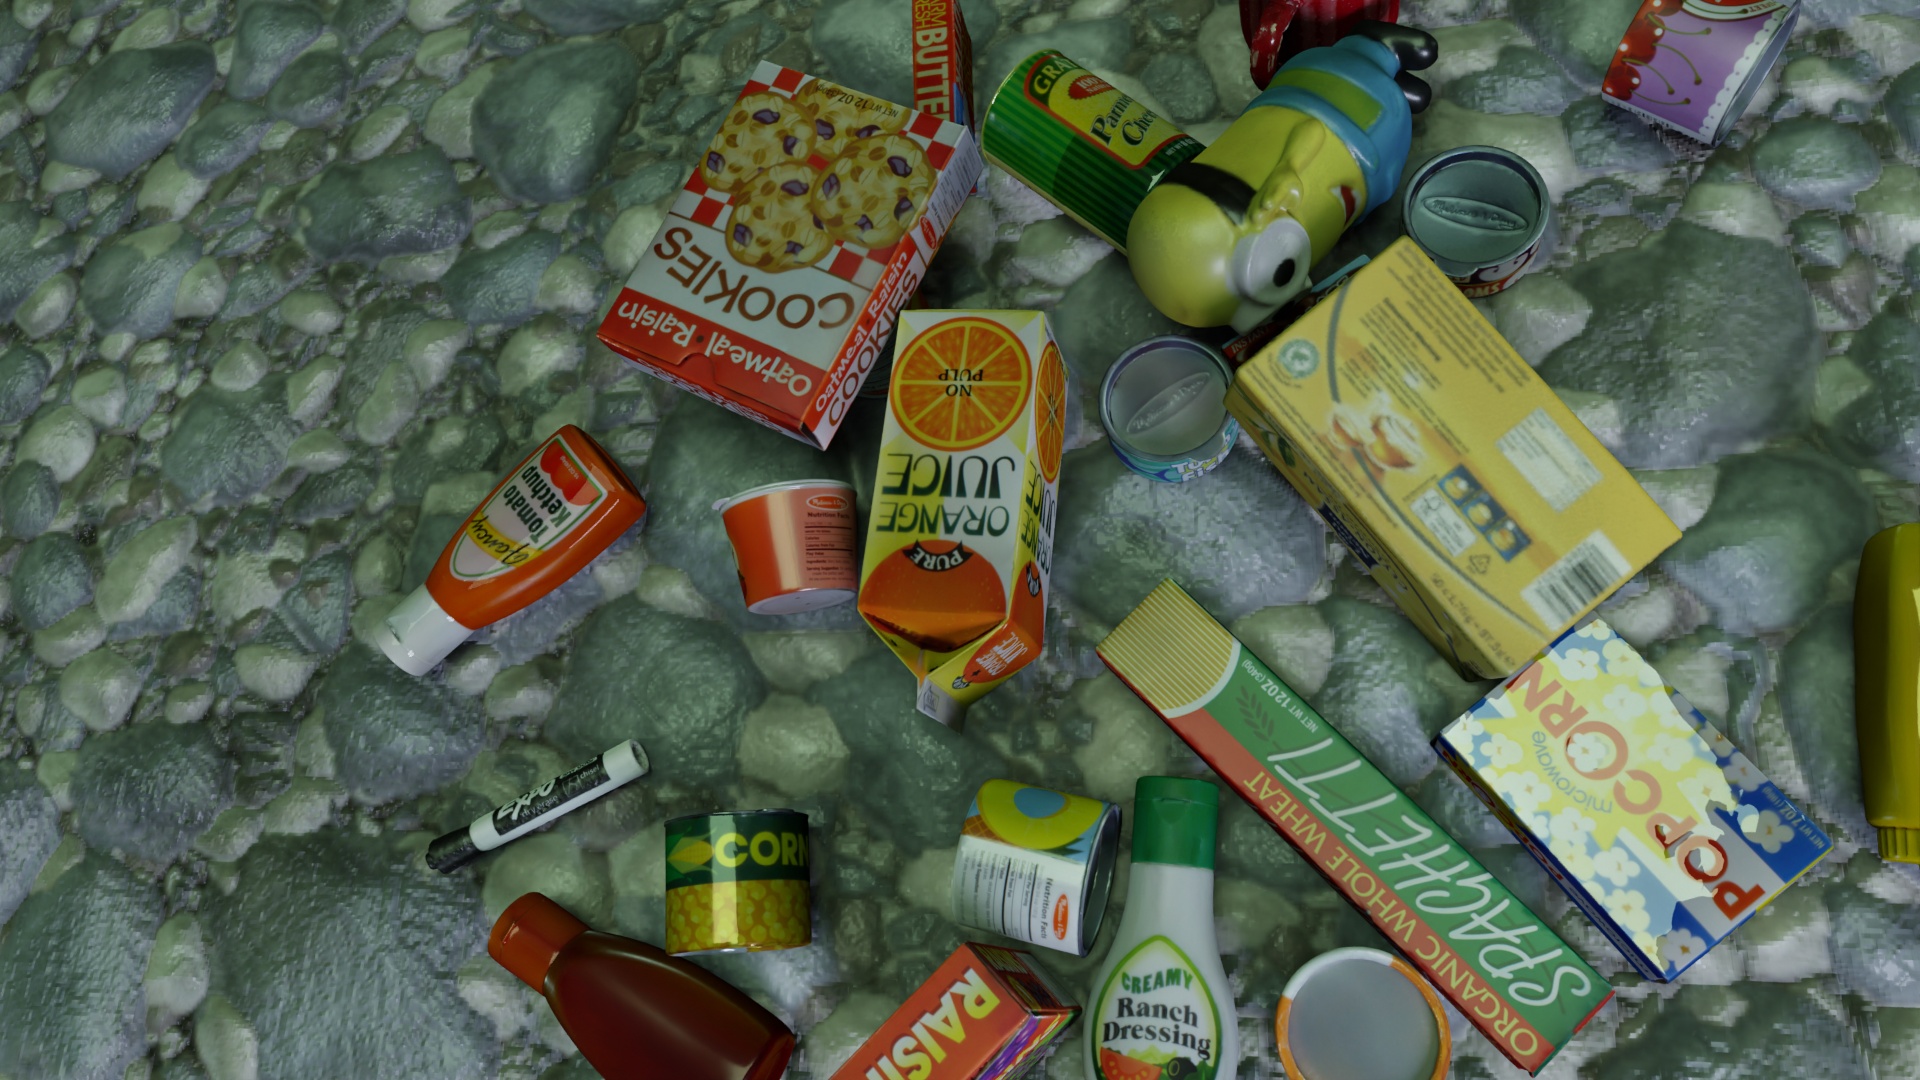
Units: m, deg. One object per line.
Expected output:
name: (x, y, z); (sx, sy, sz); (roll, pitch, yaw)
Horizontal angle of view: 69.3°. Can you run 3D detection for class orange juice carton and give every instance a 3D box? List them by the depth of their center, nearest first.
orange juice carton: (0.002, -0.008, 0.657); (0.073, 0.071, 0.193); (2, 72, 16)

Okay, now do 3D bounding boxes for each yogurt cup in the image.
yogurt cup: (-0.081, 0.005, 0.680); (0.072, 0.072, 0.054); (-12, 78, 10)

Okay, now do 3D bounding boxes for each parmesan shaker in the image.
parmesan shaker: (0.072, -0.197, 0.709); (0.103, 0.071, 0.071); (40, 85, 22)

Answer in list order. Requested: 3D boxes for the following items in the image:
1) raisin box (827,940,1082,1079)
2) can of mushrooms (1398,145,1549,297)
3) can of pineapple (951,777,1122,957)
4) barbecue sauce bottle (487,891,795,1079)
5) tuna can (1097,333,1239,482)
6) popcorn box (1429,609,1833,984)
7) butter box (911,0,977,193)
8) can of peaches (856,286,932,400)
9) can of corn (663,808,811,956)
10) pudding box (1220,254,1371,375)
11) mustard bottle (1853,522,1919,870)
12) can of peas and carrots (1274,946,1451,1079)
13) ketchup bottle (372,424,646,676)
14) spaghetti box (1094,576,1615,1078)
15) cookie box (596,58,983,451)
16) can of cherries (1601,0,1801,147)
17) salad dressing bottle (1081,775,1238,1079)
raisin box: (-0.002, 0.207, 0.557); (0.086, 0.123, 0.040); (-44, 67, -3)
can of mushrooms: (0.244, -0.150, 0.665); (0.071, 0.033, 0.071); (-4, 71, 12)
can of pineapple: (0.034, 0.140, 0.603); (0.058, 0.071, 0.071); (10, 75, 17)
barbecue sauce bottle: (-0.151, 0.214, 0.636); (0.149, 0.043, 0.065); (26, 80, 21)
tuna can: (0.103, -0.061, 0.671); (0.071, 0.032, 0.071); (-4, 71, 13)
popcorn box: (0.270, 0.103, 0.569); (0.085, 0.038, 0.127); (-39, 67, 0)
butter box: (-0.009, -0.244, 0.750); (0.024, 0.053, 0.104); (-6, 71, 11)
can of peaches: (-0.050, -0.116, 0.715); (0.071, 0.058, 0.071); (-4, 71, 13)
can of corn: (-0.099, 0.155, 0.629); (0.071, 0.071, 0.058); (-8, 71, 12)
pudding box: (0.173, -0.093, 0.665); (0.084, 0.030, 0.050); (-32, 67, 2)
mustard bottle: (0.379, 0.076, 0.540); (0.049, 0.065, 0.160); (2, 78, 21)
can of peas and carrots: (0.161, 0.199, 0.553); (0.071, 0.058, 0.071); (-5, 71, 13)
ketchup bottle: (-0.239, 0.009, 0.728); (0.149, 0.043, 0.065); (-42, 67, -2)
spaghetti box: (0.162, 0.116, 0.598); (0.050, 0.028, 0.250); (-44, 67, -2)
cookie box: (-0.083, -0.142, 0.677); (0.123, 0.040, 0.168); (24, 79, 20)
can of cherries: (0.344, -0.228, 0.646); (0.058, 0.071, 0.071); (35, 83, 23)
salad dressing bottle: (0.087, 0.176, 0.588); (0.064, 0.044, 0.148); (2, 72, 16)
